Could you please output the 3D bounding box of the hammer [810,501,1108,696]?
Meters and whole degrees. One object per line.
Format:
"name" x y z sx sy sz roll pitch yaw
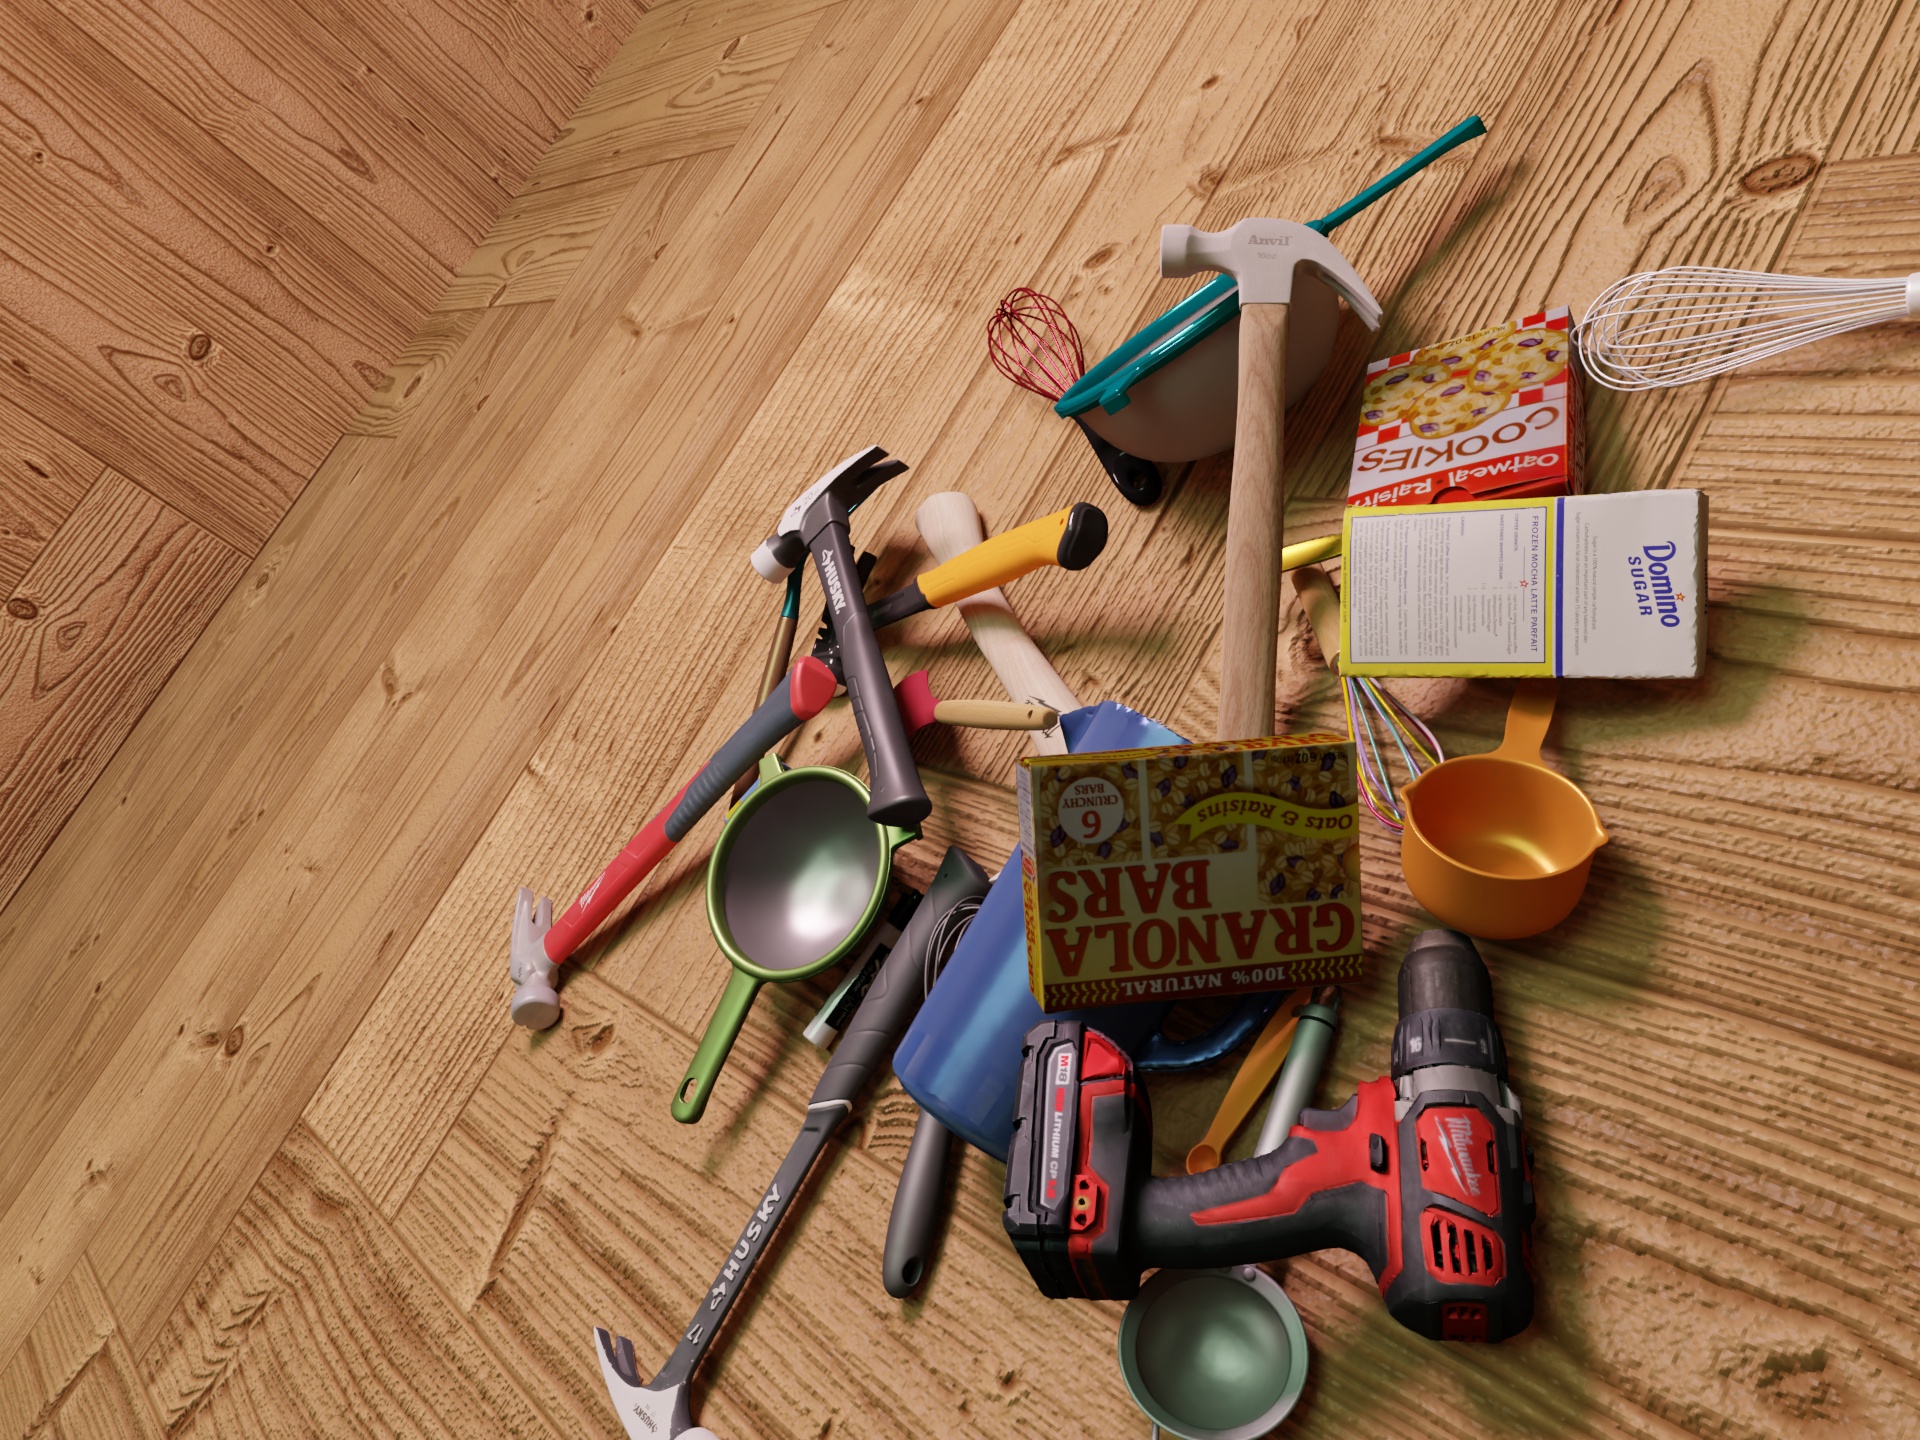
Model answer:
"hammer" -0.008 -0.105 1.152 0.337 0.034 0.127 -15 57 54

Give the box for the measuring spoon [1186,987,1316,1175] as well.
"measuring spoon" 0.153 0.188 0.823 0.021 0.011 0.117 19 70 52

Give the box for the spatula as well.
"spatula" -0.132 -0.053 1.261 0.082 0.044 0.317 7 81 60

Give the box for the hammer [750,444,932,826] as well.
"hammer" -0.068 -0.058 1.113 0.146 0.035 0.335 -42 42 23

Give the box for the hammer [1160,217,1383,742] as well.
"hammer" 0.177 -0.130 0.934 0.130 0.031 0.331 2 87 10

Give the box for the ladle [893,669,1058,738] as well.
"ladle" -0.002 -0.003 1.035 0.069 0.031 0.315 -71 18 -6

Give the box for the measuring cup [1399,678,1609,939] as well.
"measuring cup" 0.273 0.040 0.792 0.095 0.052 0.174 13 40 21

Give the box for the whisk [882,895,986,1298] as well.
"whisk" -0.011 0.217 0.937 0.055 0.055 0.239 -11 56 41

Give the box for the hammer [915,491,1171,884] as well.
"hammer" 0.028 -0.045 1.131 0.146 0.038 0.411 -43 37 13

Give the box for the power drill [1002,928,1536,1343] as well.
"power drill" 0.144 0.183 0.735 0.227 0.080 0.188 -3 50 16

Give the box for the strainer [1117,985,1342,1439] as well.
"strainer" 0.143 0.238 0.764 0.087 0.050 0.259 14 61 22

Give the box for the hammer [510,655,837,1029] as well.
"hammer" -0.235 0.078 1.255 0.386 0.038 0.143 -44 35 21

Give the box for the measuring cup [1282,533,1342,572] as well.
"measuring cup" 0.240 -0.097 0.947 0.156 0.029 0.062 -12 39 34

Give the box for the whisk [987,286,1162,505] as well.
"whisk" 0.088 -0.252 1.233 0.073 0.073 0.296 -40 44 13

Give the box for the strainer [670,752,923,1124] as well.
"strainer" -0.119 0.159 1.085 0.152 0.069 0.256 21 83 36

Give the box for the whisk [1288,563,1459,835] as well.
"whisk" 0.229 -0.018 0.901 0.047 0.051 0.245 -17 39 7

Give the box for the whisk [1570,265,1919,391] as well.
"whisk" 0.457 -0.213 0.812 0.285 0.070 0.070 1 60 41

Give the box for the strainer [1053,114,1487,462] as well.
"strainer" 0.228 -0.274 1.072 0.340 0.095 0.211 -35 11 0

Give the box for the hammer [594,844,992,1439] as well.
"hammer" -0.094 0.259 0.997 0.149 0.036 0.409 13 69 52
